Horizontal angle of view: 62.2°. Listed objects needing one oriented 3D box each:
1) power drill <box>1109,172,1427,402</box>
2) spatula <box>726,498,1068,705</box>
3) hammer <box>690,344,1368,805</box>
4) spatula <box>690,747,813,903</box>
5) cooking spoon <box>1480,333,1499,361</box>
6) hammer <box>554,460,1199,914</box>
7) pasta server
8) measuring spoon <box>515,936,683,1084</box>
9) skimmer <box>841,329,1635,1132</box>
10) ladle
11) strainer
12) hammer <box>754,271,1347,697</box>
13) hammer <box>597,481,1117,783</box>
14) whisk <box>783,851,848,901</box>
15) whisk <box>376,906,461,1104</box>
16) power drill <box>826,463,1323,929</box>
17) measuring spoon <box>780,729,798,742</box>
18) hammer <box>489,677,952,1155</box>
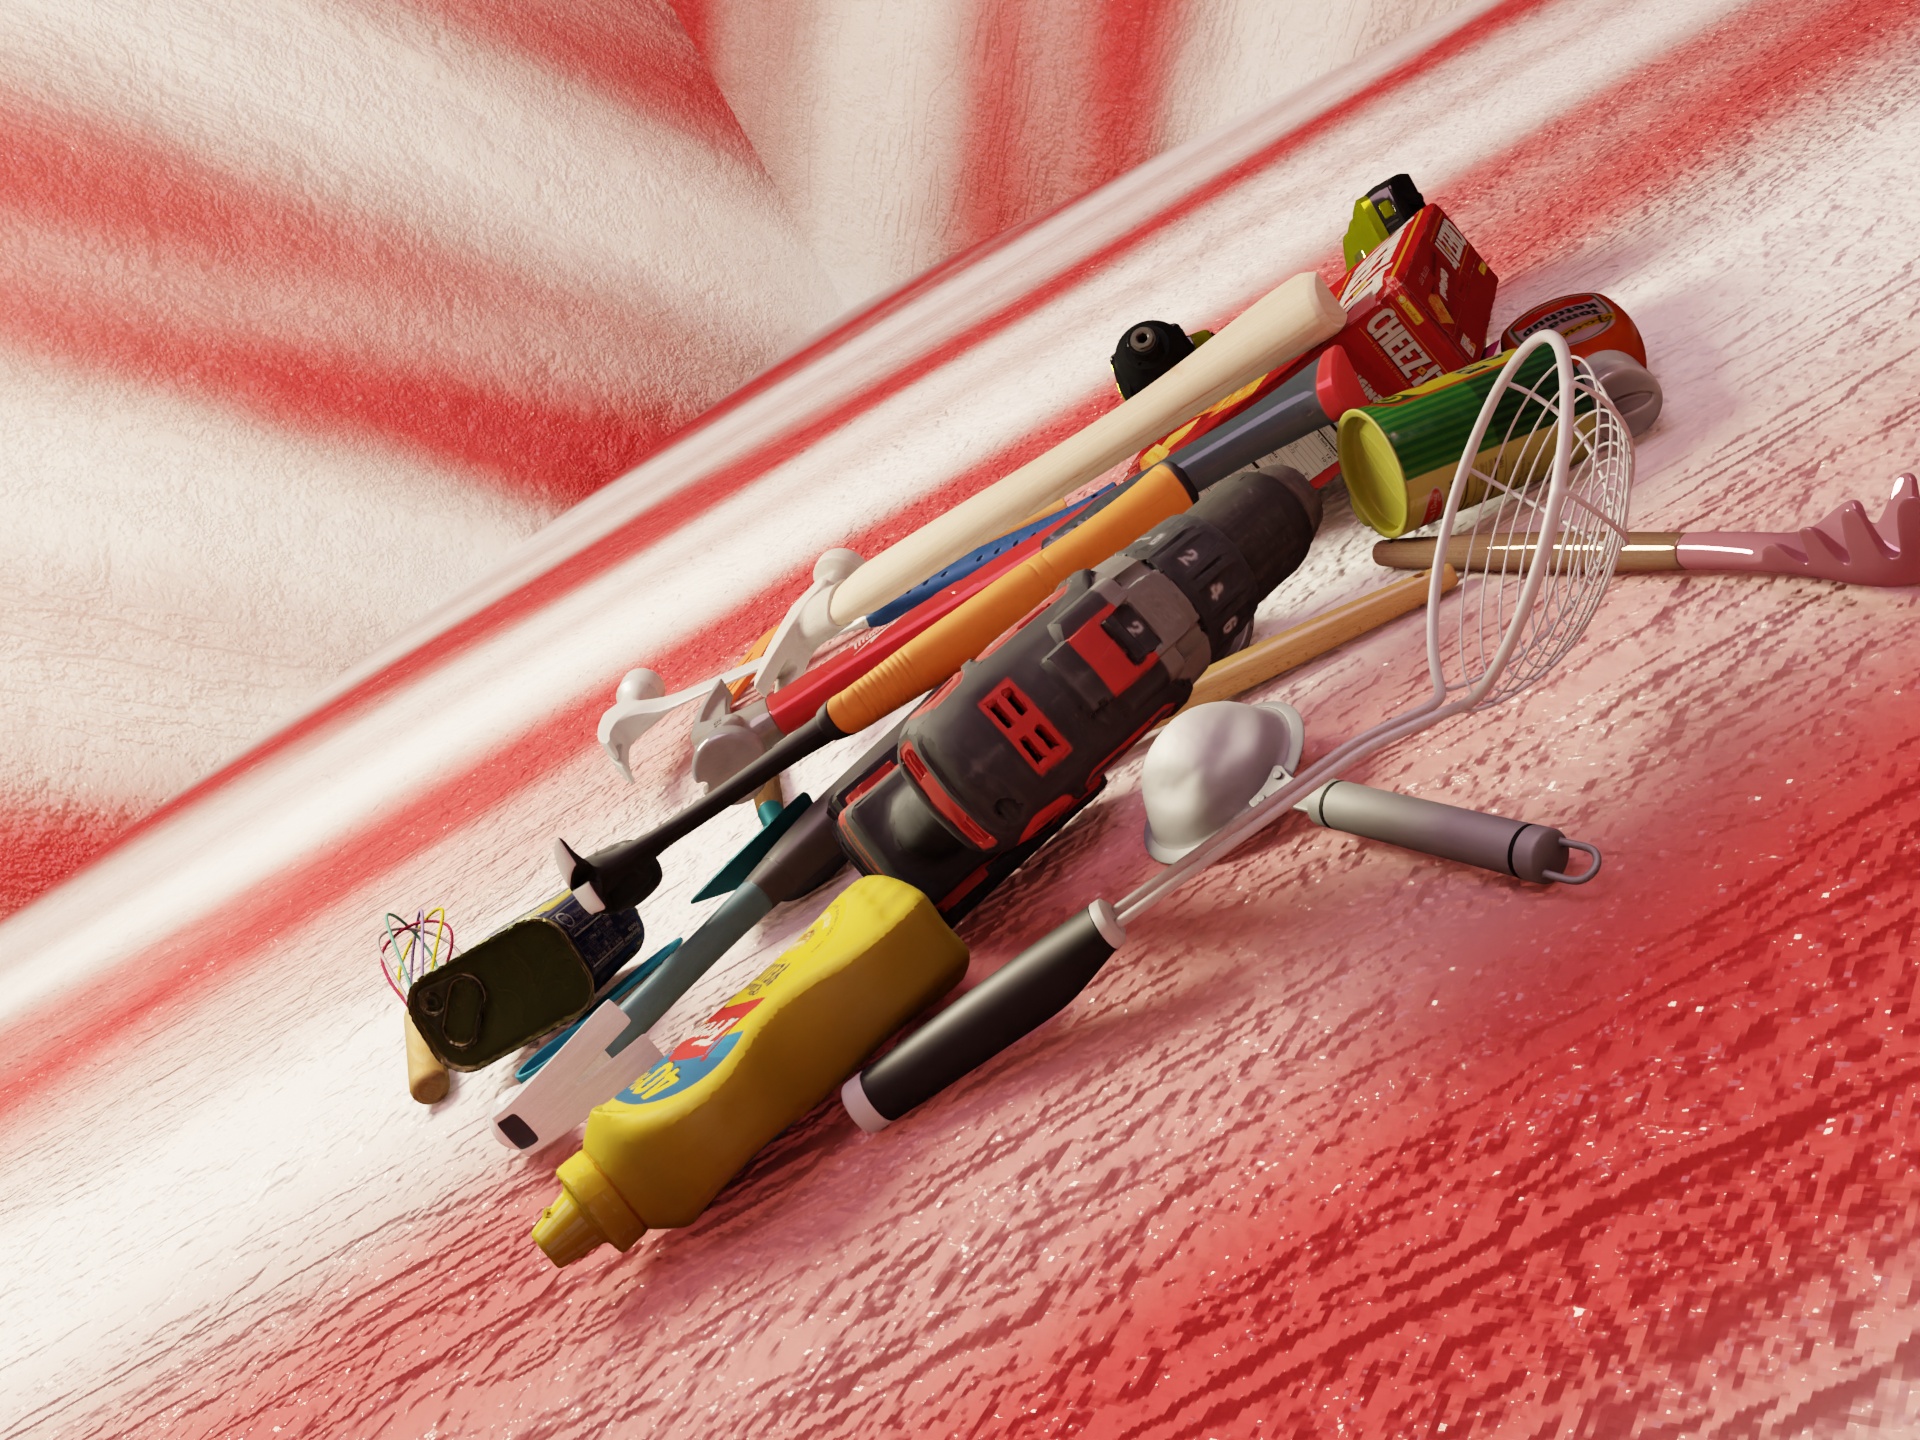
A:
[{"bbox_3d":[0.211,-0.263,1.060,0.223,0.080,0.171,-26,-14,11],"label":"power drill"},{"bbox_3d":[-0.062,-0.085,1.205,0.322,0.041,0.081,-25,21,5],"label":"spatula"},{"bbox_3d":[0.032,-0.082,0.830,0.386,0.038,0.143,-30,16,2],"label":"hammer"},{"bbox_3d":[-0.122,0.039,0.957,0.082,0.044,0.318,-45,18,3],"label":"spatula"},{"bbox_3d":[0.305,-0.220,0.952,0.017,0.068,0.319,20,30,9],"label":"cooking spoon"},{"bbox_3d":[-0.031,-0.018,0.719,0.337,0.034,0.127,-34,-3,-7],"label":"hammer"},{"bbox_3d":[0.276,-0.077,0.655,0.060,0.040,0.316,-25,15,-21],"label":"pasta server"},{"bbox_3d":[-0.176,0.151,0.815,0.042,0.021,0.129,-29,8,36],"label":"measuring spoon"},{"bbox_3d":[0.082,0.014,0.562,0.363,0.090,0.127,-38,7,11],"label":"skimmer"},{"bbox_3d":[0.090,-0.001,0.768,0.315,0.031,0.069,-26,19,11],"label":"ladle"},{"bbox_3d":[0.136,0.028,0.608,0.087,0.050,0.259,-53,28,-13],"label":"strainer"},{"bbox_3d":[0.037,-0.127,0.916,0.410,0.038,0.146,-28,26,36],"label":"hammer"},{"bbox_3d":[-0.073,-0.065,1.103,0.405,0.035,0.144,-23,23,12],"label":"hammer"},{"bbox_3d":[0.000,-0.002,0.868,0.284,0.070,0.070,-45,23,-20],"label":"whisk"},{"bbox_3d":[-0.323,0.165,0.955,0.047,0.051,0.245,-29,22,-11],"label":"whisk"},{"bbox_3d":[0.041,-0.006,0.638,0.188,0.080,0.226,-40,-4,-21],"label":"power drill"},{"bbox_3d":[-0.069,-0.014,1.042,0.124,0.018,0.034,-24,21,19],"label":"measuring spoon"},{"bbox_3d":[-0.088,0.075,0.757,0.331,0.033,0.128,-45,4,-26],"label":"hammer"}]
